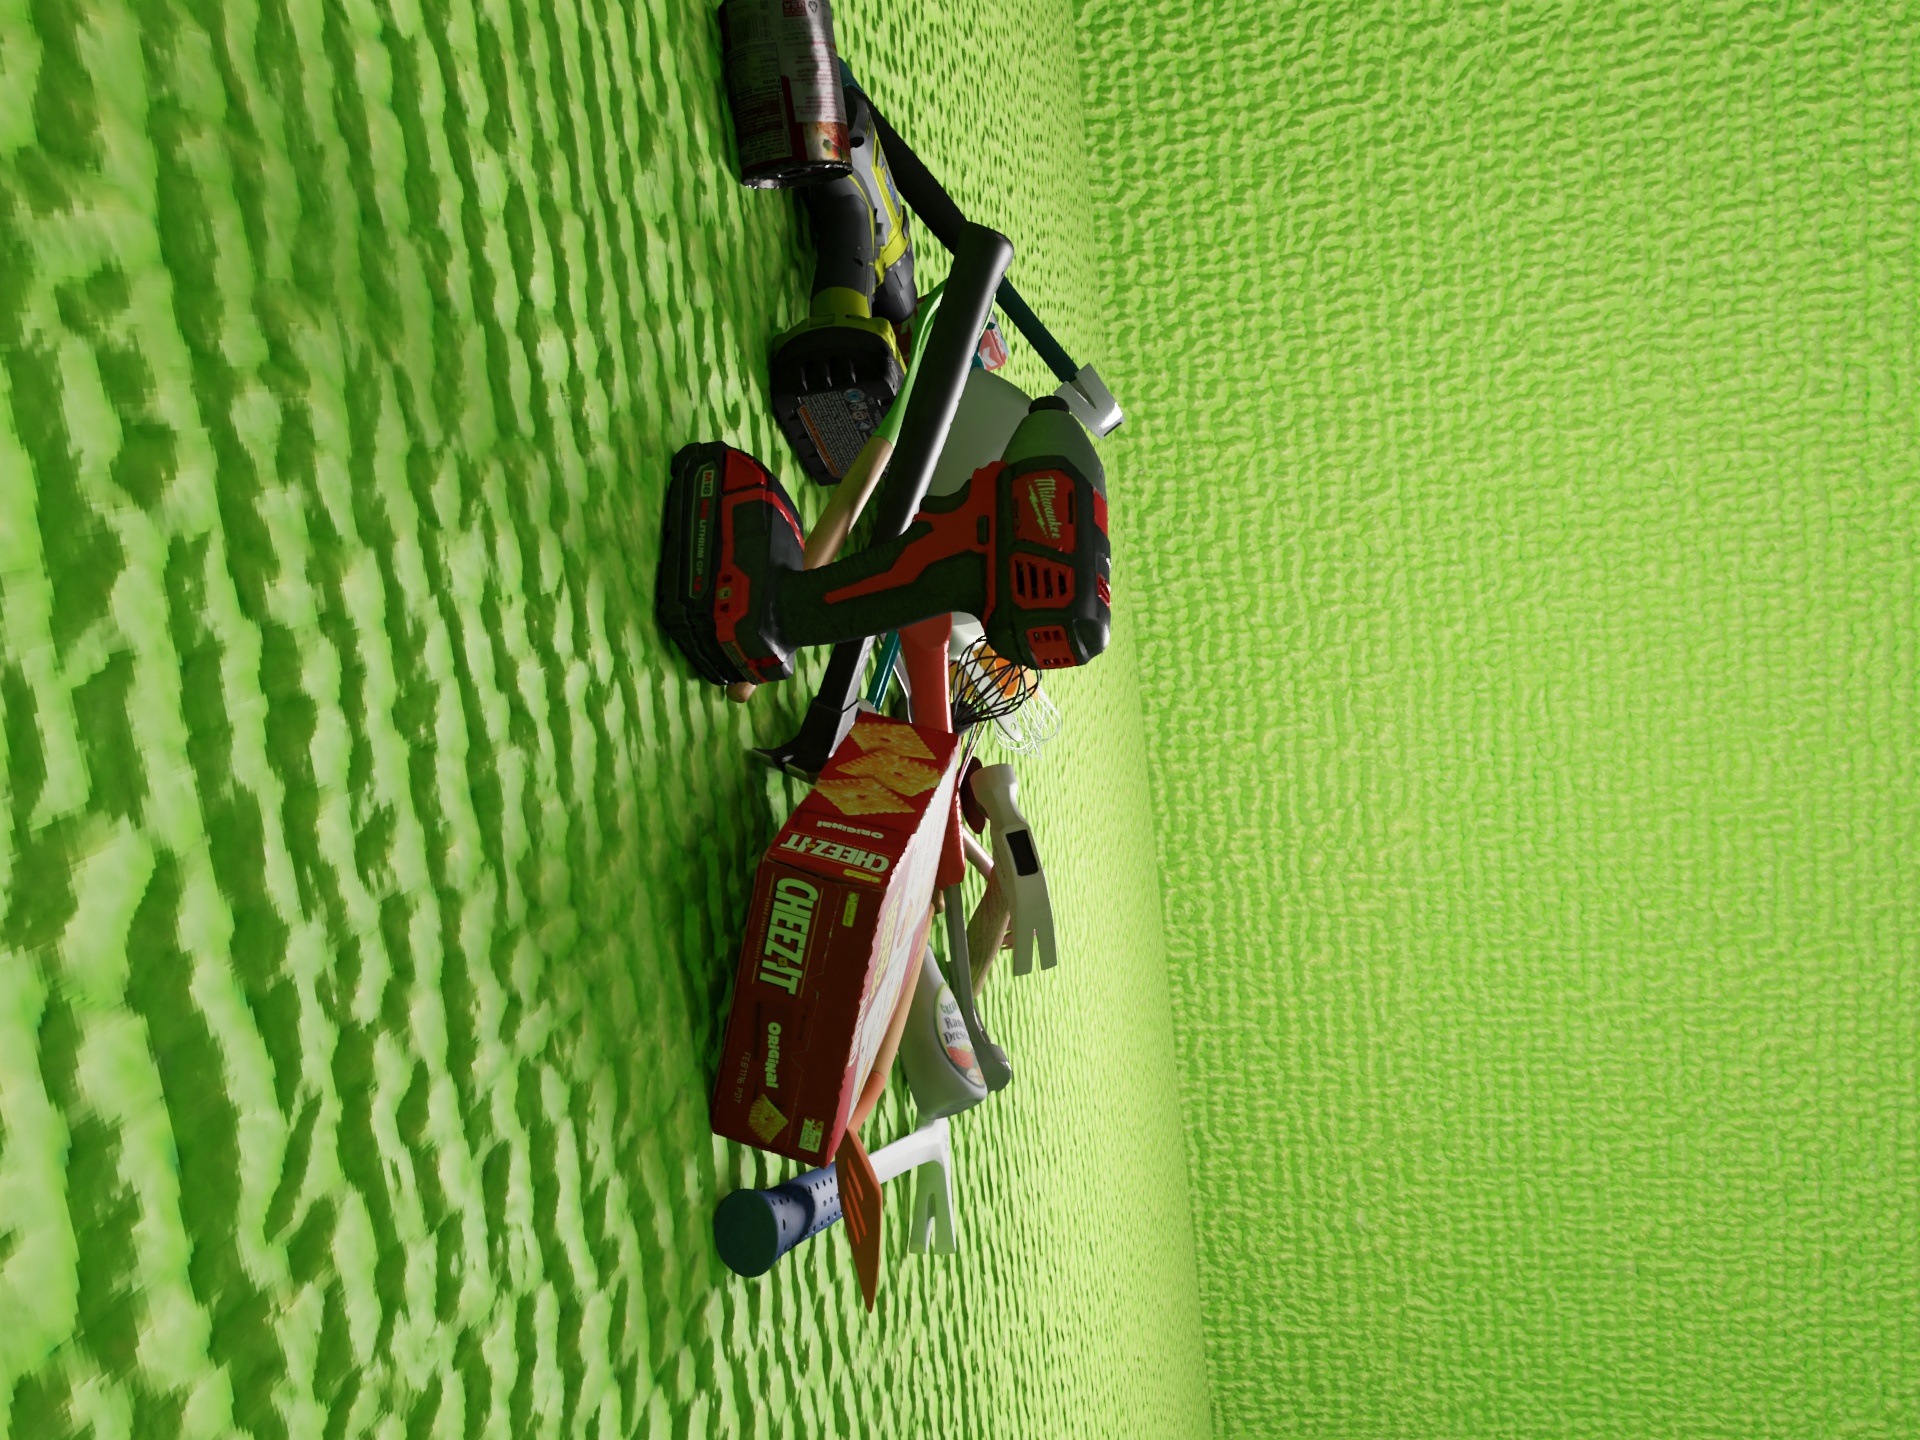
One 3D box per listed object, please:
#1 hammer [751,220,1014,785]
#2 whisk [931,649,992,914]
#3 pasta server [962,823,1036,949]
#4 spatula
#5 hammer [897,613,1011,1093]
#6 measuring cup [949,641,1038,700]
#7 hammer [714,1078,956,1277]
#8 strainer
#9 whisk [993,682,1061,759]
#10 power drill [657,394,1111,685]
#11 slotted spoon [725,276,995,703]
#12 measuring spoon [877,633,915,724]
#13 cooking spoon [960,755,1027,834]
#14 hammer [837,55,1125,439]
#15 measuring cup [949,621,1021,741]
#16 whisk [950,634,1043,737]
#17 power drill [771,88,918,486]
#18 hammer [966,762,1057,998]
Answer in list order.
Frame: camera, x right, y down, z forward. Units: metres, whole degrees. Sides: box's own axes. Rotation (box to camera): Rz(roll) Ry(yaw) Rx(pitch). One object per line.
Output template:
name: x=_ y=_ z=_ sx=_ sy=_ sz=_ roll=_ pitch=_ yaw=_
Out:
hammer: x=-0.038 y=-0.115 z=0.902 sx=0.146 sy=0.035 sz=0.334 roll=-44 pitch=156 yaw=-68
whisk: x=-0.007 y=0.043 z=1.305 sx=0.051 sy=0.047 sz=0.245 roll=43 pitch=44 yaw=-44
pasta server: x=-0.003 y=0.096 z=1.238 sx=0.315 sy=0.040 sz=0.060 roll=50 pitch=43 yaw=-48
spatula: x=-0.038 y=0.199 z=0.938 sx=0.323 sy=0.041 sz=0.081 roll=-72 pitch=169 yaw=-62
hammer: x=-0.012 y=0.077 z=1.095 sx=0.149 sy=0.036 sz=0.358 roll=-121 pitch=-158 yaw=-59
measuring cup: x=0.030 y=-0.049 z=1.460 sx=0.173 sy=0.052 sz=0.095 roll=48 pitch=42 yaw=-66
hammer: x=-0.061 y=0.287 z=0.978 sx=0.405 sy=0.035 sz=0.144 roll=31 pitch=55 yaw=-75
strainer: x=0.007 y=-0.104 z=1.139 sx=0.210 sy=0.095 sz=0.341 roll=94 pitch=11 yaw=-60
whisk: x=0.038 y=-0.057 z=1.528 sx=0.284 sy=0.070 sz=0.070 roll=64 pitch=24 yaw=-48
power drill: x=-0.033 y=-0.092 z=0.804 sx=0.078 sy=0.219 sz=0.143 roll=60 pitch=28 yaw=-63
slotted spoon: x=-0.058 y=-0.142 z=0.919 sx=0.070 sy=0.031 sz=0.314 roll=76 pitch=37 yaw=-61
measuring spoon: x=-0.054 y=-0.042 z=1.193 sx=0.034 sy=0.018 sz=0.124 roll=-72 pitch=148 yaw=-52
cooking spoon: x=0.022 y=0.069 z=1.281 sx=0.319 sy=0.017 sz=0.069 roll=-166 pitch=-105 yaw=-83
hammer: x=0.009 y=-0.337 z=1.152 sx=0.331 sy=0.033 sz=0.128 roll=49 pitch=11 yaw=-12
measuring cup: x=0.018 y=-0.054 z=1.306 sx=0.167 sy=0.038 sz=0.083 roll=58 pitch=45 yaw=-17
whisk: x=-0.003 y=-0.003 z=1.120 sx=0.239 sy=0.055 sz=0.055 roll=133 pitch=-39 yaw=-61
power drill: x=-0.067 y=-0.274 z=1.064 sx=0.190 sy=0.080 sz=0.229 roll=64 pitch=22 yaw=-60
hammer: x=0.022 y=0.153 z=1.177 sx=0.331 sy=0.031 sz=0.130 roll=104 pitch=-28 yaw=-65
